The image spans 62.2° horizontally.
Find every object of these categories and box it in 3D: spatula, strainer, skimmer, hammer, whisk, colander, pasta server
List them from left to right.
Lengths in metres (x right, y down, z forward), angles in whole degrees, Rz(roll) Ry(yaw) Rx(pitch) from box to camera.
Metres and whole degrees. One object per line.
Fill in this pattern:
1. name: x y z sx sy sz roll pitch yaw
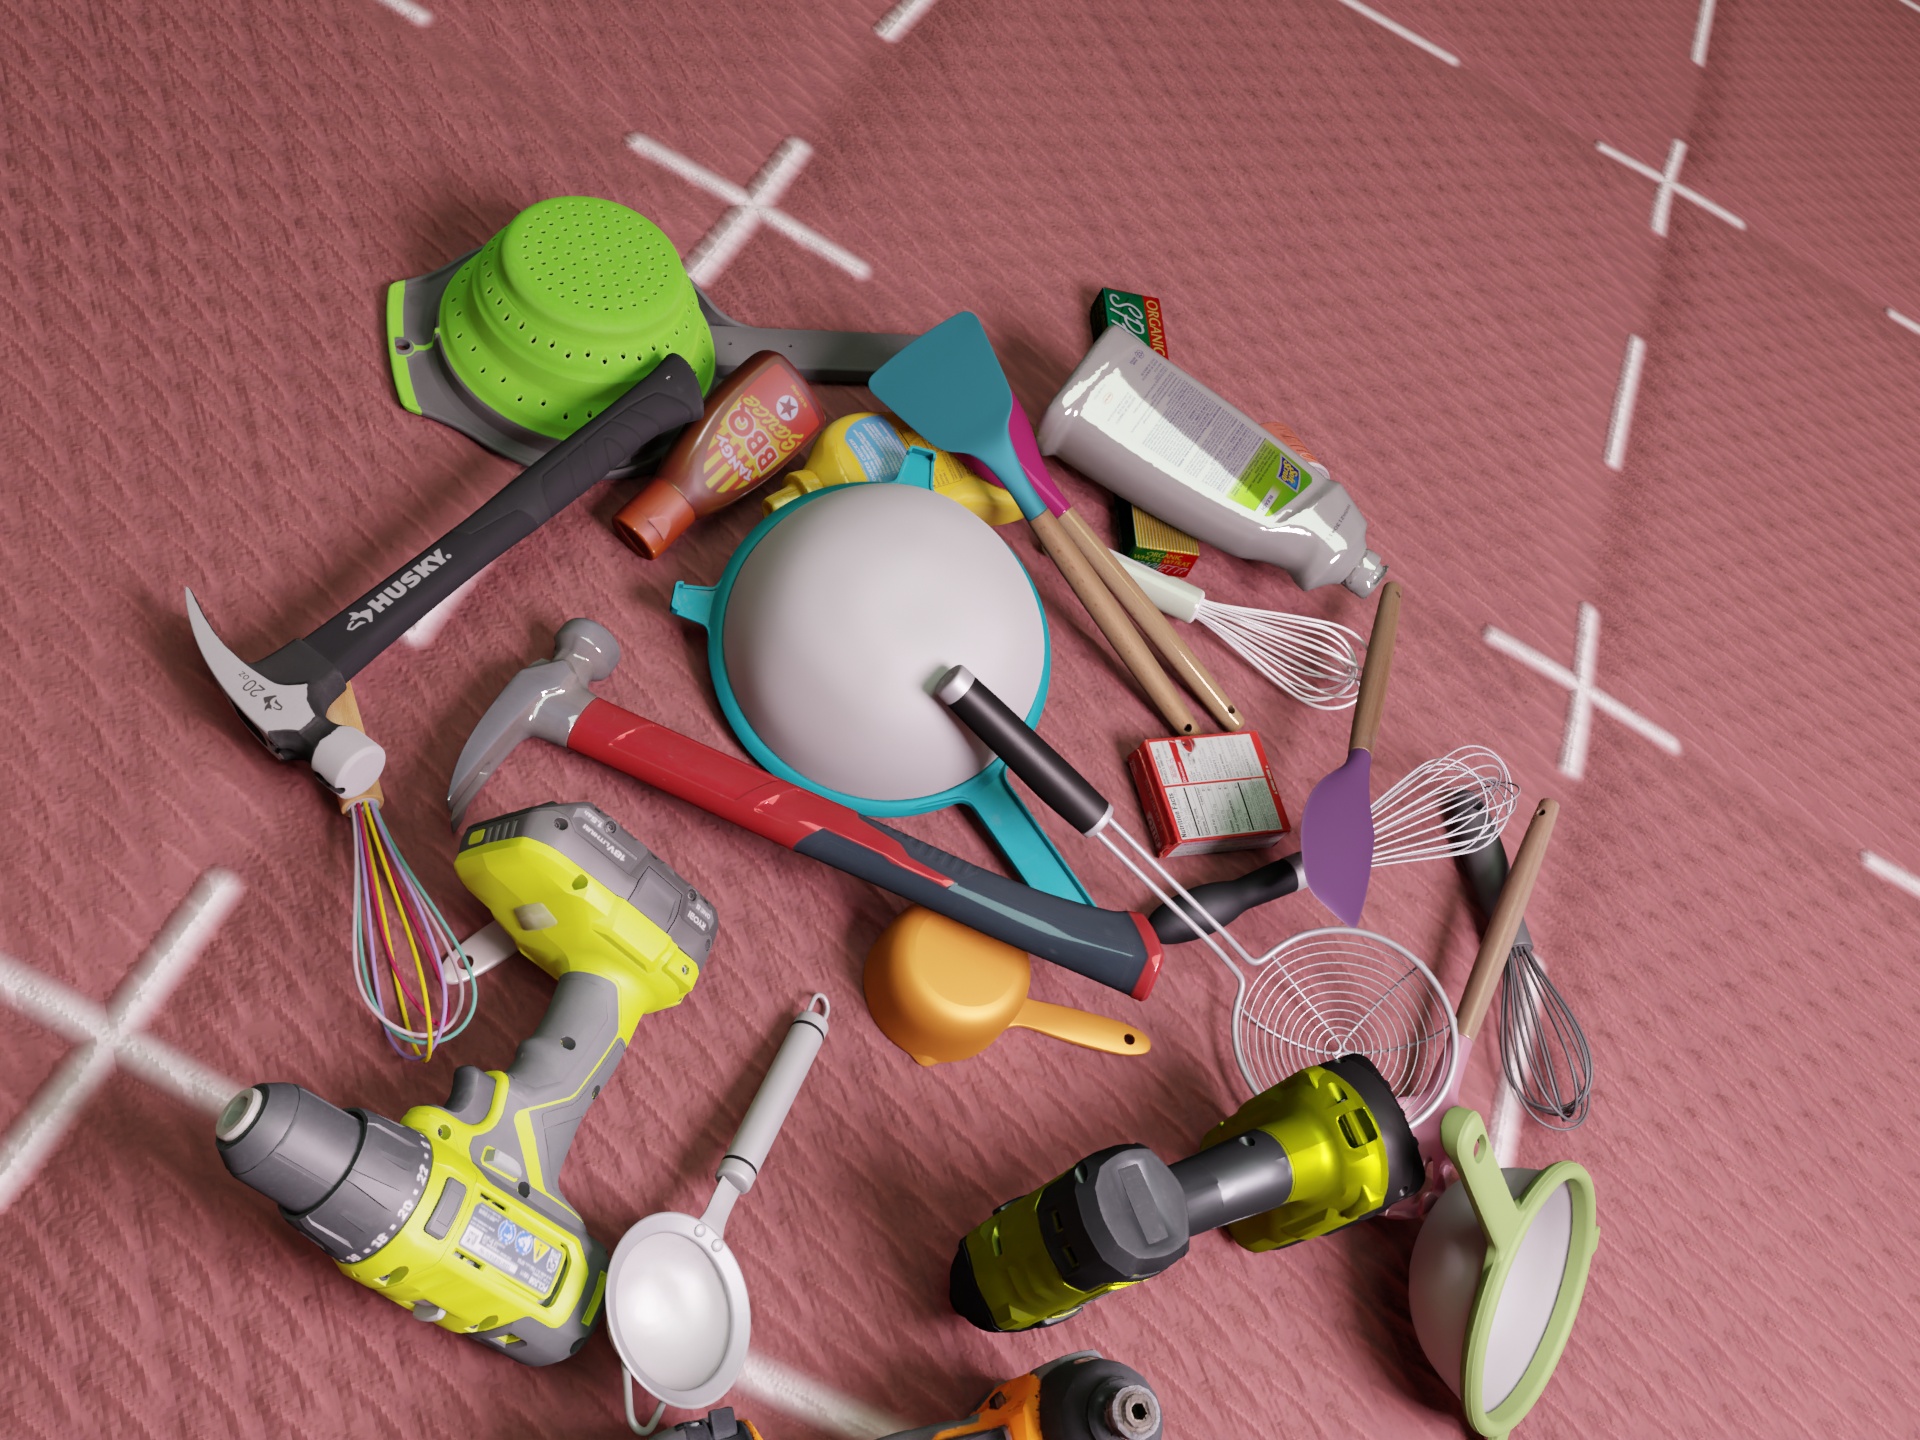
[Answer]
1. whisk: -0.299 0.060 0.813 0.051 0.047 0.245 -22 64 -7
2. hammer: -0.267 -0.108 0.888 0.146 0.035 0.335 33 59 16
3. colander: -0.162 -0.265 1.036 0.397 0.094 0.205 -4 62 -24
4. strainer: -0.113 0.230 0.776 0.086 0.050 0.259 50 38 -19
5. hammer: -0.079 0.071 0.854 0.386 0.038 0.143 23 52 7
6. strainer: -0.001 -0.003 0.919 0.211 0.095 0.340 -33 84 -19
7. spatula: 0.064 -0.113 1.024 0.082 0.044 0.317 -36 101 -1
8. skimmer: 0.131 0.096 0.889 0.363 0.090 0.127 44 74 -16
9. whisk: 0.168 -0.075 1.085 0.246 0.058 0.059 25 89 -1
10. whisk: 0.239 0.085 1.003 0.284 0.070 0.070 -19 69 -20
11. spatula: 0.256 0.005 1.012 0.059 0.018 0.316 42 43 -15
12. strainer: 0.264 0.268 0.835 0.069 0.256 0.151 14 56 41
13. pasta server: 0.312 0.168 0.972 0.040 0.060 0.316 54 55 -35
14. whisk: 0.355 0.148 1.027 0.055 0.055 0.239 6 54 -19

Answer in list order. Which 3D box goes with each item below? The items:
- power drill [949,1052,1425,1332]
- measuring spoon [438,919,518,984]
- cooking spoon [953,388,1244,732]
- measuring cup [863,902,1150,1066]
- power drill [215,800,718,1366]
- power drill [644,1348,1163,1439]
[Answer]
1. power drill: 0.108 0.245 0.802 0.223 0.171 0.080 -7 63 -35
2. measuring spoon: -0.221 0.099 0.838 0.034 0.018 0.124 47 56 9
3. cooking spoon: 0.084 -0.117 1.048 0.069 0.017 0.319 -43 96 -29
4. measuring cup: 0.035 0.152 0.887 0.173 0.052 0.095 17 55 -9
5. power drill: -0.215 0.152 0.731 0.190 0.080 0.229 48 43 -33
6. power drill: -0.025 0.327 0.690 0.226 0.164 0.084 -4 63 -22
